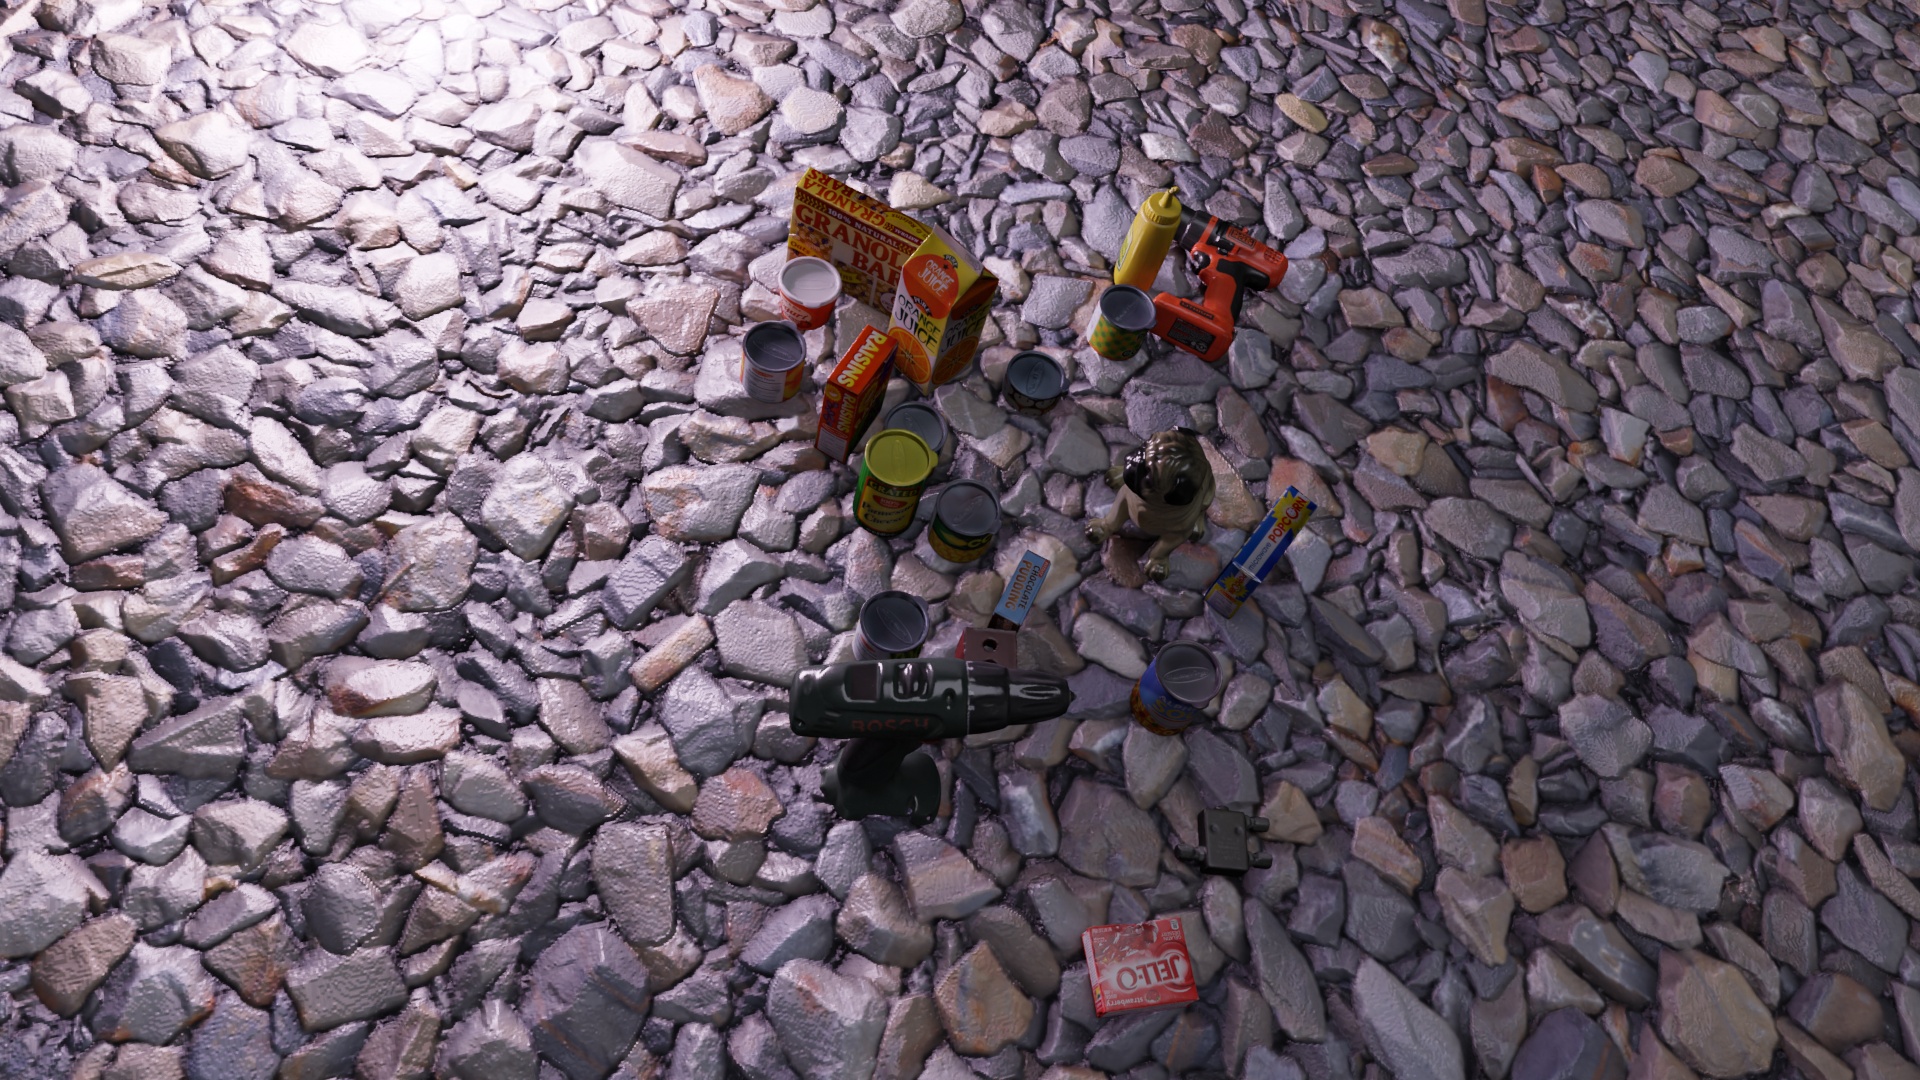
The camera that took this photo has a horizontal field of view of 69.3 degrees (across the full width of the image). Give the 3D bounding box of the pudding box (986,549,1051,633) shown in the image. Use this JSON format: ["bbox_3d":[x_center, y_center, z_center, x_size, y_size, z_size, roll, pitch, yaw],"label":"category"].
[{"bbox_3d":[0.057,0.057,1.367,0.030,0.049,0.084,27,58,4],"label":"pudding box"}]

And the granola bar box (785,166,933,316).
[{"bbox_3d":[-0.106,-0.316,1.508,0.165,0.123,0.039,27,58,4],"label":"granola bar box"}]

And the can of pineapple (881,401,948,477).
[{"bbox_3d":[-0.052,-0.101,1.431,0.071,0.057,0.071,6,59,-9],"label":"can of pineapple"}]

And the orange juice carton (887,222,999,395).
[{"bbox_3d":[-0.019,-0.244,1.444,0.073,0.191,0.072,-37,73,-28],"label":"orange juice carton"}]

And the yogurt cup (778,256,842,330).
[{"bbox_3d":[-0.165,-0.266,1.506,0.072,0.053,0.073,6,59,-9],"label":"yogurt cup"}]

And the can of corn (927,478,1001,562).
[{"bbox_3d":[0.005,-0.017,1.394,0.071,0.058,0.071,6,59,-9],"label":"can of corn"}]

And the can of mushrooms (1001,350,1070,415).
[{"bbox_3d":[0.082,-0.171,1.518,0.071,0.033,0.071,6,59,-9],"label":"can of mushrooms"}]

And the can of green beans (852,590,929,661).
[{"bbox_3d":[-0.066,0.089,1.315,0.071,0.057,0.071,6,59,-9],"label":"can of green beans"}]

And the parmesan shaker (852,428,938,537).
[{"bbox_3d":[-0.066,-0.055,1.374,0.071,0.102,0.071,6,59,-9],"label":"parmesan shaker"}]

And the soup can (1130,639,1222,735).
[{"bbox_3d":[0.206,0.144,1.328,0.071,0.083,0.071,6,59,-9],"label":"soup can"}]

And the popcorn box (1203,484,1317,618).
[{"bbox_3d":[0.308,0.012,1.429,0.038,0.084,0.127,37,59,10],"label":"popcorn box"}]

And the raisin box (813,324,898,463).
[{"bbox_3d":[-0.106,-0.147,1.408,0.040,0.122,0.086,29,58,5],"label":"raisin box"}]

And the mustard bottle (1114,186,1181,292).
[{"bbox_3d":[0.217,-0.349,1.580,0.049,0.159,0.065,14,58,-5],"label":"mustard bottle"}]

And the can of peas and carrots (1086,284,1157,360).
[{"bbox_3d":[0.183,-0.245,1.570,0.071,0.058,0.071,6,59,-9],"label":"can of peas and carrots"}]

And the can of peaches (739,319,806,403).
[{"bbox_3d":[-0.195,-0.187,1.450,0.071,0.057,0.071,6,59,-9],"label":"can of peaches"}]
